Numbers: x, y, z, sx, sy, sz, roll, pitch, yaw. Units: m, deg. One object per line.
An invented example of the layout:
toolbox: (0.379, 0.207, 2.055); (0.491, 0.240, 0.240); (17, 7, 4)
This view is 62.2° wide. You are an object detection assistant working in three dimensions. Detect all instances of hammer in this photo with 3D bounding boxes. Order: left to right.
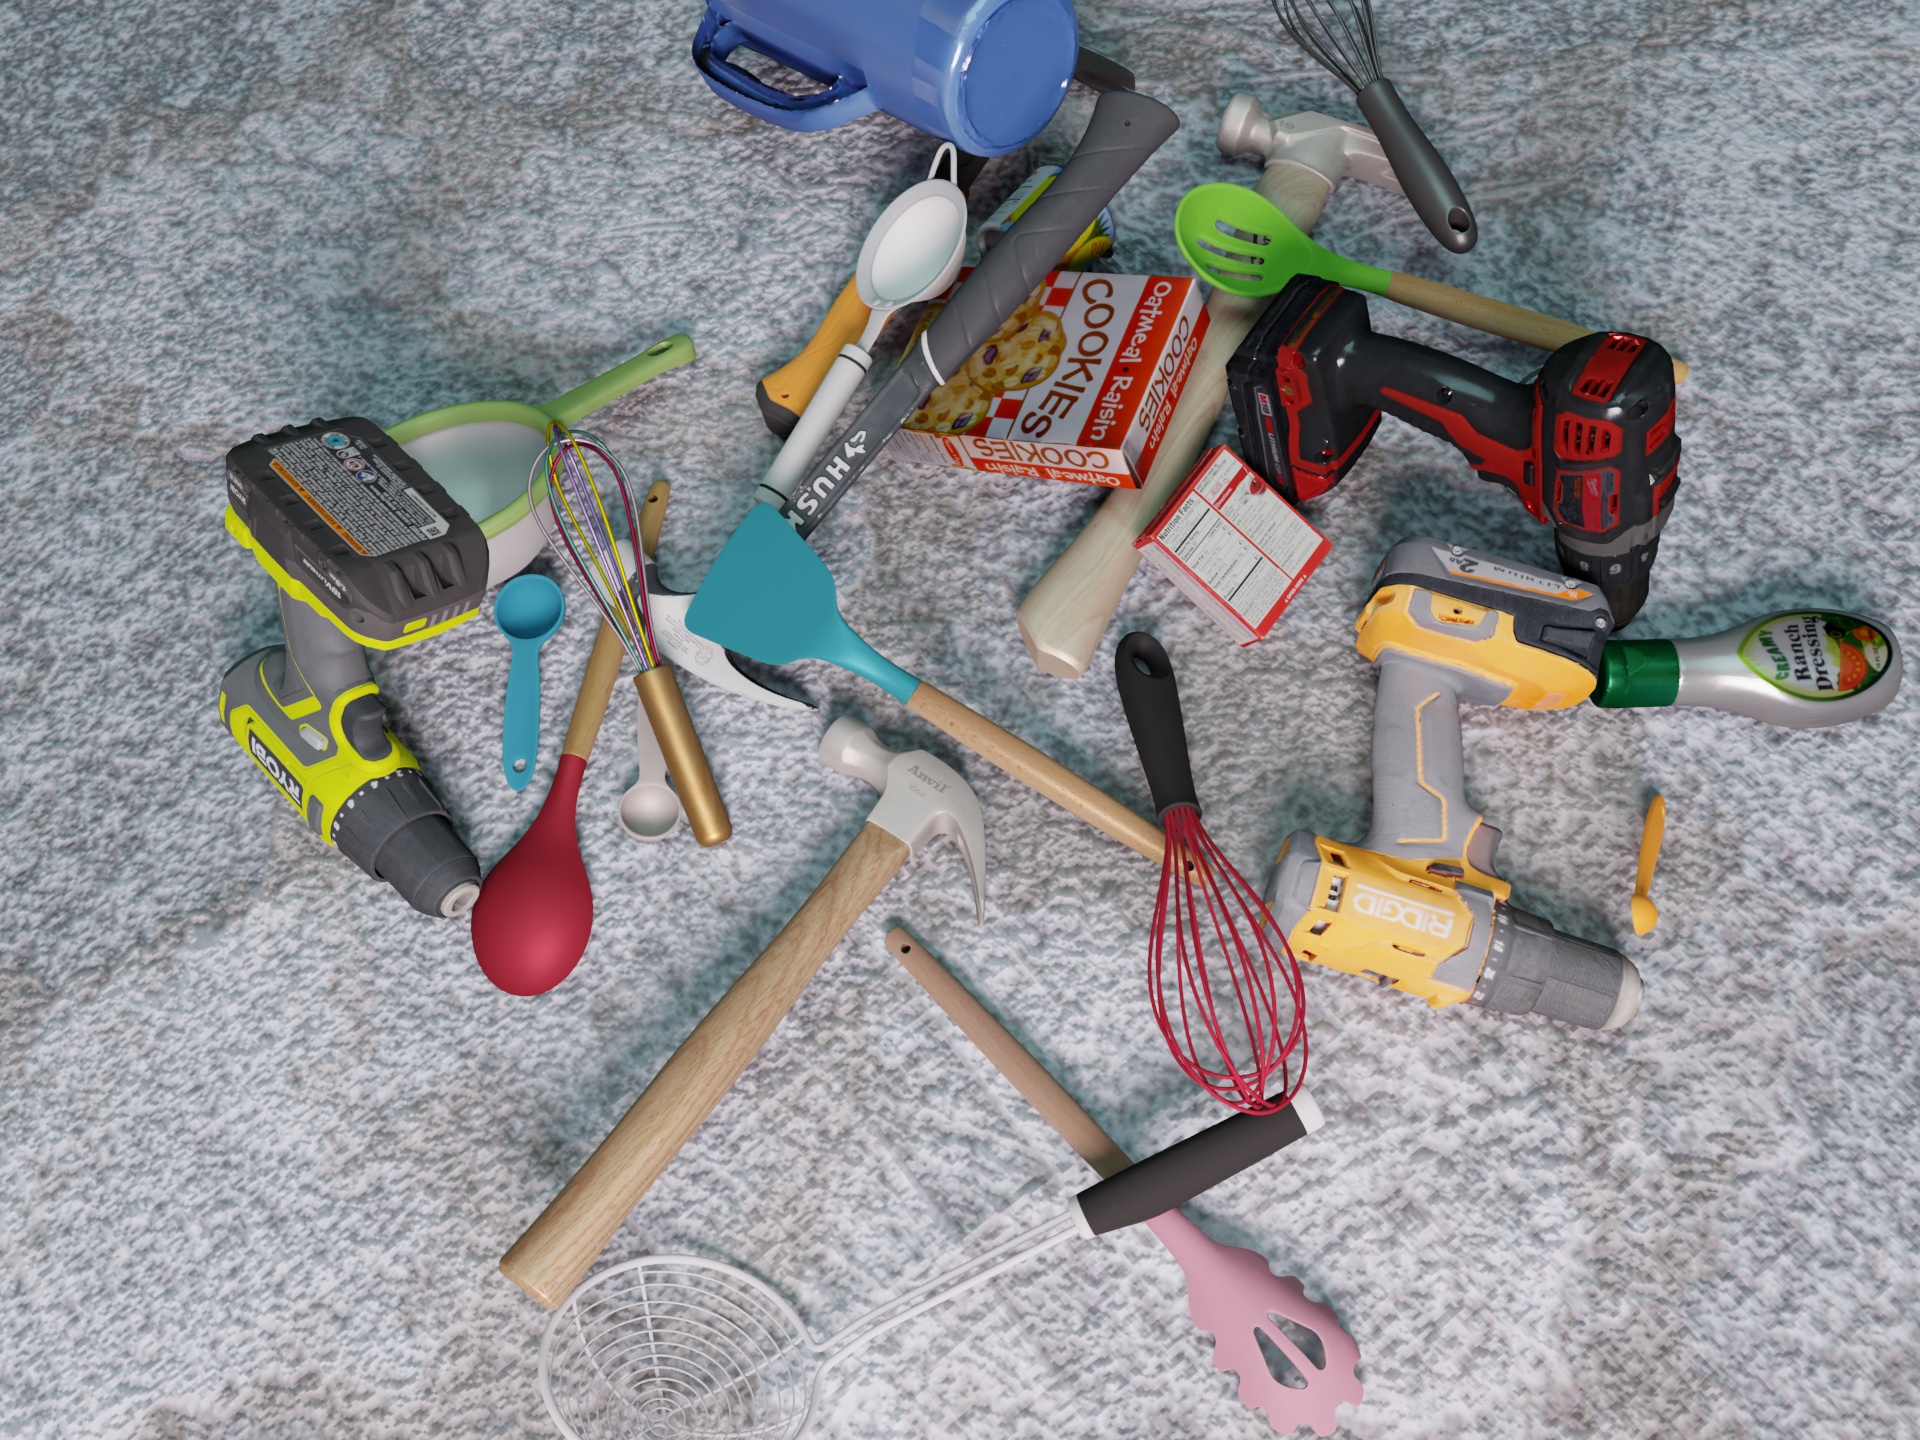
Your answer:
hammer: (-0.101, 0.144, 0.791); (0.130, 0.031, 0.331); (29, 63, 19)
hammer: (-0.024, -0.183, 0.882); (0.149, 0.036, 0.409); (42, 94, 7)
hammer: (-0.018, -0.309, 1.006); (0.127, 0.034, 0.337); (27, 72, 17)
hammer: (0.152, -0.199, 0.943); (0.146, 0.038, 0.411); (23, 71, 13)

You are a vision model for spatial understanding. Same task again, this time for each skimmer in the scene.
skimmer: (-0.009, 0.237, 0.723); (0.363, 0.090, 0.127); (-27, 33, 1)

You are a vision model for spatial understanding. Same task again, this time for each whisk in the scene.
whisk: (-0.176, -0.047, 0.865); (0.047, 0.051, 0.245); (-19, 93, 32)
whisk: (0.114, 0.064, 0.796); (0.073, 0.073, 0.296); (-9, 49, 1)
whisk: (0.255, -0.382, 0.968); (0.055, 0.055, 0.239); (-22, 74, -4)

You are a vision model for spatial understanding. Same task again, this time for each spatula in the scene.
spatula: (-0.001, -0.003, 0.849); (0.317, 0.044, 0.082); (33, 91, 1)

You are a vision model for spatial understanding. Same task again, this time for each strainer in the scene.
strainer: (-0.256, -0.147, 0.949); (0.256, 0.069, 0.152); (-38, 48, -26)
strainer: (-0.058, -0.219, 0.936); (0.087, 0.050, 0.258); (24, 81, 45)

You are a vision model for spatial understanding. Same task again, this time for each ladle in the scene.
ladle: (-0.209, -0.001, 0.898); (0.069, 0.031, 0.316); (7, 66, 10)

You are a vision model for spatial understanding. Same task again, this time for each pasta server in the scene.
pasta server: (0.070, 0.215, 0.781); (0.060, 0.040, 0.316); (-42, 66, -12)

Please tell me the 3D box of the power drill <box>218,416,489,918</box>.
power drill: (-0.306, -0.019, 0.816); (0.191, 0.228, 0.080); (41, 45, 20)

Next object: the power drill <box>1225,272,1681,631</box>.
power drill: (0.268, -0.139, 0.852); (0.227, 0.187, 0.080); (24, 66, 34)

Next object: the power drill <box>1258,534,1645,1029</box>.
power drill: (0.268, 0.037, 0.809); (0.185, 0.084, 0.226); (17, 74, 7)

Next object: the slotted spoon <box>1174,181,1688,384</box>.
slotted spoon: (0.273, -0.245, 0.928); (0.313, 0.031, 0.070); (16, 74, -1)

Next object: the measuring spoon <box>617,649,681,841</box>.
measuring spoon: (-0.172, 0.014, 0.896); (0.034, 0.018, 0.124); (3, 60, -10)

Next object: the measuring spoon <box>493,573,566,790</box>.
measuring spoon: (-0.249, -0.021, 0.918); (0.042, 0.021, 0.129); (-1, 76, 4)

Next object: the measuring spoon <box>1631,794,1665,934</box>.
measuring spoon: (0.345, 0.069, 0.789); (0.011, 0.021, 0.117); (-7, 24, 33)
